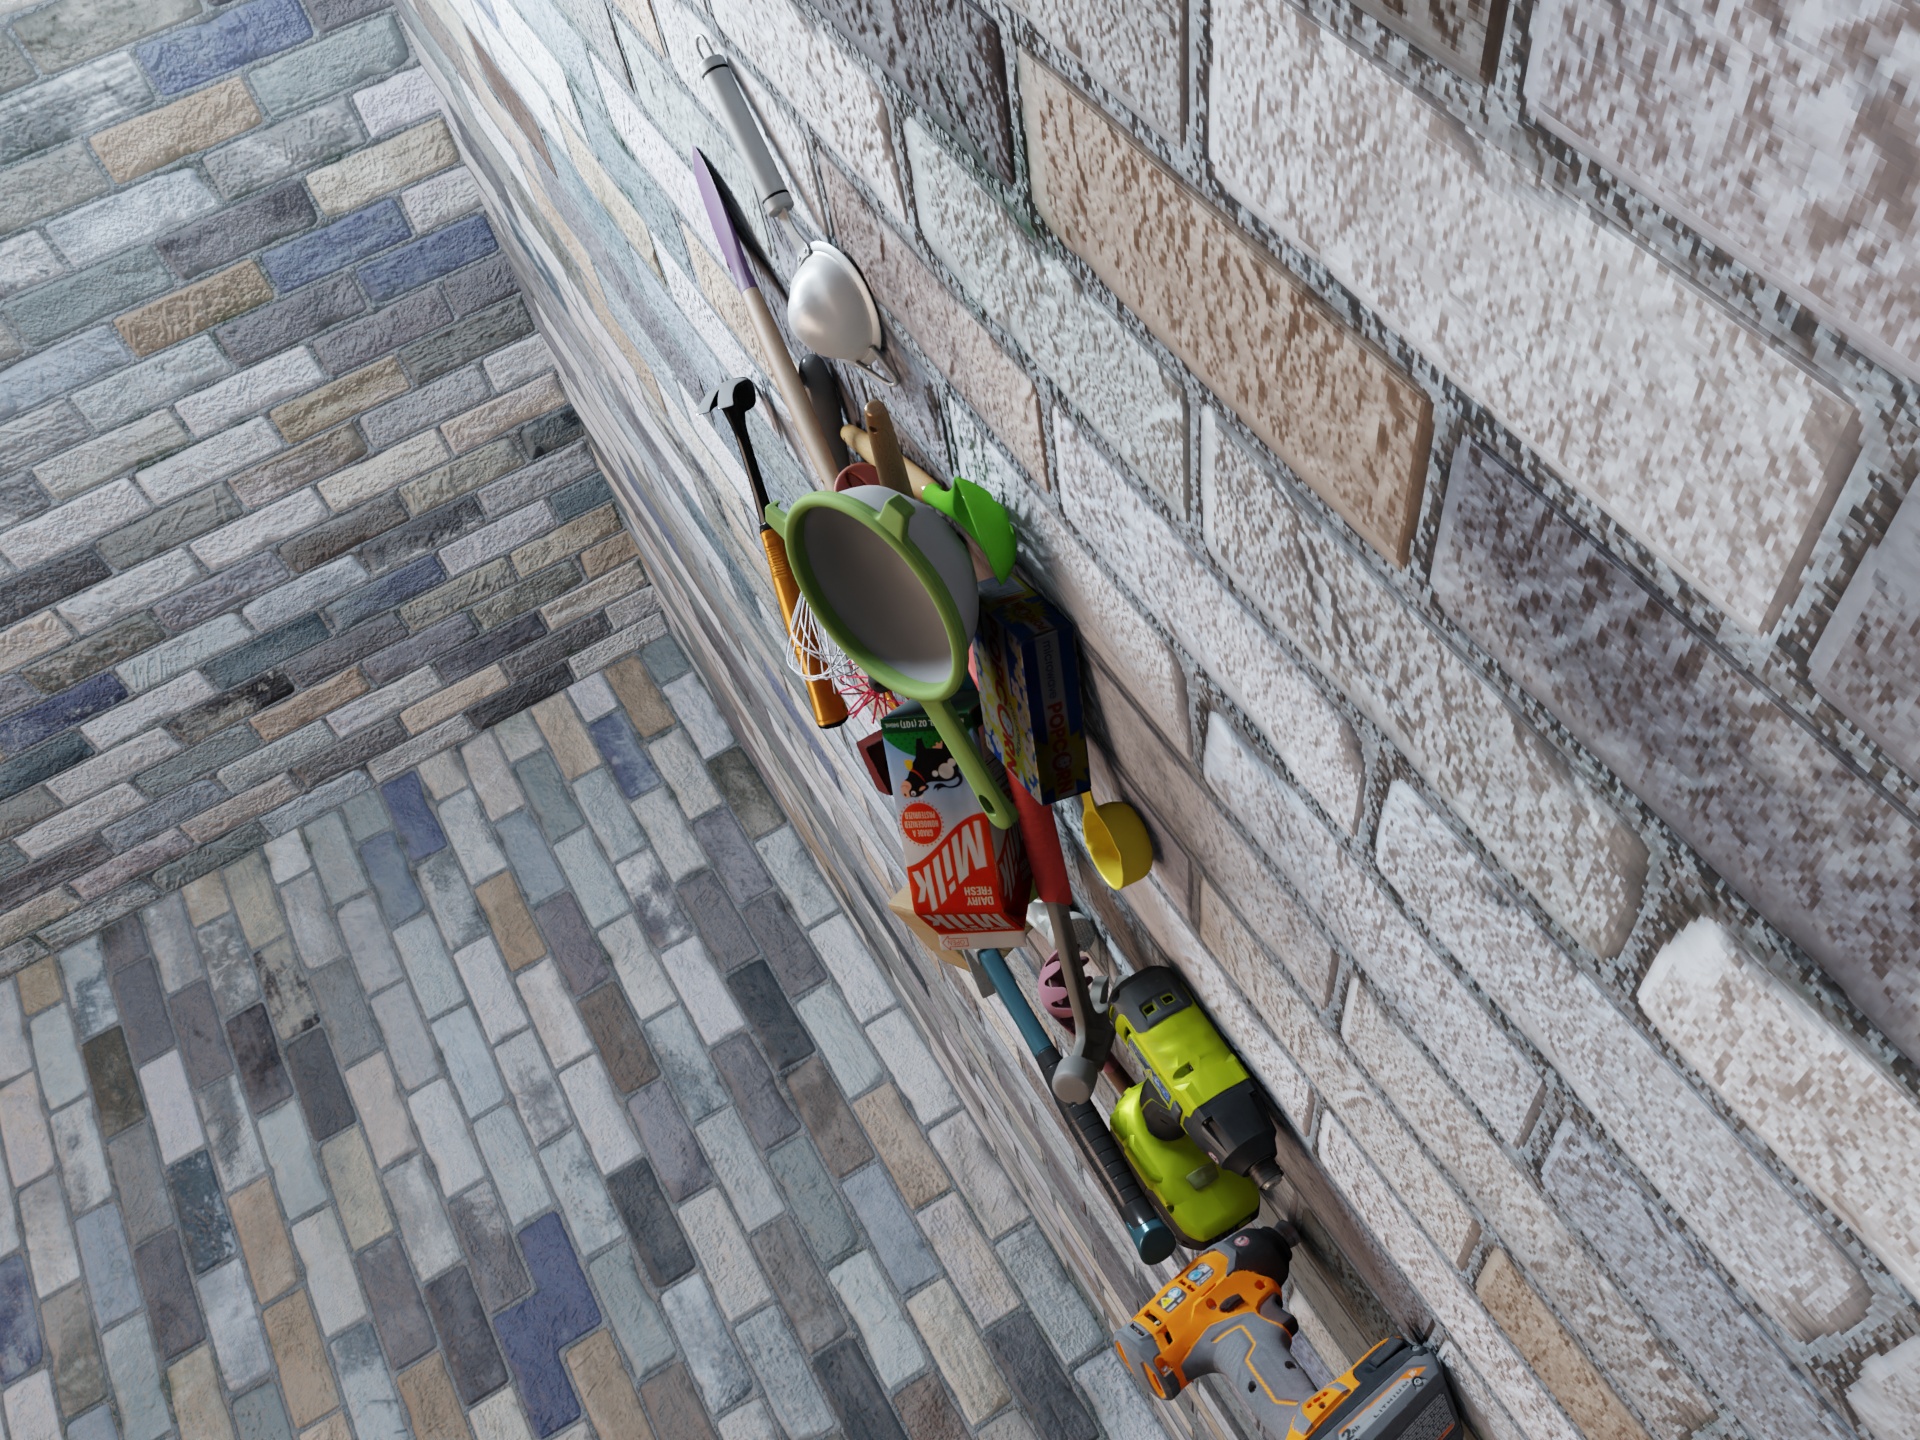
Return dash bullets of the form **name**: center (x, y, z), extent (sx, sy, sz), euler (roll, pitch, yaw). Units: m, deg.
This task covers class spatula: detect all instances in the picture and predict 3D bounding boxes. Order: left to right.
- **spatula**: center (-0.148, -0.301, 1.192), extent (0.059, 0.018, 0.316), euler (105, 144, -70)
- **spatula**: center (-0.035, -0.109, 1.060), extent (0.082, 0.044, 0.317), euler (19, 160, 15)

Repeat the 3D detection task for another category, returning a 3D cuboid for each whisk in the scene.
- **whisk**: center (-0.127, -0.120, 1.390), extent (0.285, 0.070, 0.070), euler (-105, -3, -51)
- **whisk**: center (-0.096, -0.188, 1.262), extent (0.055, 0.055, 0.238), euler (51, 160, 42)
- **whisk**: center (-0.070, -0.035, 1.395), extent (0.073, 0.073, 0.296), euler (61, 174, -1)

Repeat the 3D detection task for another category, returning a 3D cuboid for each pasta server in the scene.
- **pasta server**: center (0.148, 0.311, 1.352), extent (0.316, 0.040, 0.060), euler (55, -148, -24)

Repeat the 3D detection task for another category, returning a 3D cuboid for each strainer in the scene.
- **strainer**: center (-0.116, -0.326, 1.030), extent (0.258, 0.050, 0.087), euler (64, 153, 0)
- **strainer**: center (-0.010, -0.048, 0.996), extent (0.151, 0.069, 0.256), euler (7, 133, 53)

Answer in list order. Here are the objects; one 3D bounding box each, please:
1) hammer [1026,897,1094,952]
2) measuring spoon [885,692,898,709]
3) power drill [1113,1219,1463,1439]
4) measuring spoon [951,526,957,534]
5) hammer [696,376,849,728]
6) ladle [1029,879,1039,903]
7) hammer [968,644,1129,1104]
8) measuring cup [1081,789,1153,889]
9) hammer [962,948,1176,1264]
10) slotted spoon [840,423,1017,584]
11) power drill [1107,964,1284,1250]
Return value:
- **hammer**: center (0.001, 0.005, 1.318), extent (0.410, 0.038, 0.146), euler (66, 169, -21)
- **measuring spoon**: center (-0.056, -0.004, 1.615), extent (0.117, 0.011, 0.021), euler (53, 166, 51)
- **power drill**: center (0.235, 0.443, 1.114), extent (0.227, 0.164, 0.084), euler (18, 137, 56)
- **measuring spoon**: center (0.007, -0.094, 1.124), extent (0.034, 0.018, 0.124), euler (49, 170, 51)
- **hammer**: center (-0.167, -0.147, 1.472), extent (0.127, 0.034, 0.336), euler (-82, -23, -71)
- **ladle**: center (-0.002, -0.004, 1.227), extent (0.078, 0.062, 0.320), euler (-110, -1, -81)
- **hammer**: center (0.066, 0.097, 1.170), extent (0.149, 0.037, 0.358), euler (-60, -40, -57)
- **measuring cup**: center (0.092, 0.034, 1.044), extent (0.062, 0.029, 0.156), euler (-175, 69, -74)
- **hammer**: center (0.075, 0.279, 1.272), extent (0.331, 0.033, 0.128), euler (58, 170, 31)
- **slotted spoon**: center (-0.028, -0.161, 1.071), extent (0.070, 0.031, 0.314), euler (65, 170, -30)
- **power drill**: center (0.174, 0.302, 1.184), extent (0.171, 0.080, 0.223), euler (55, 164, 32)
